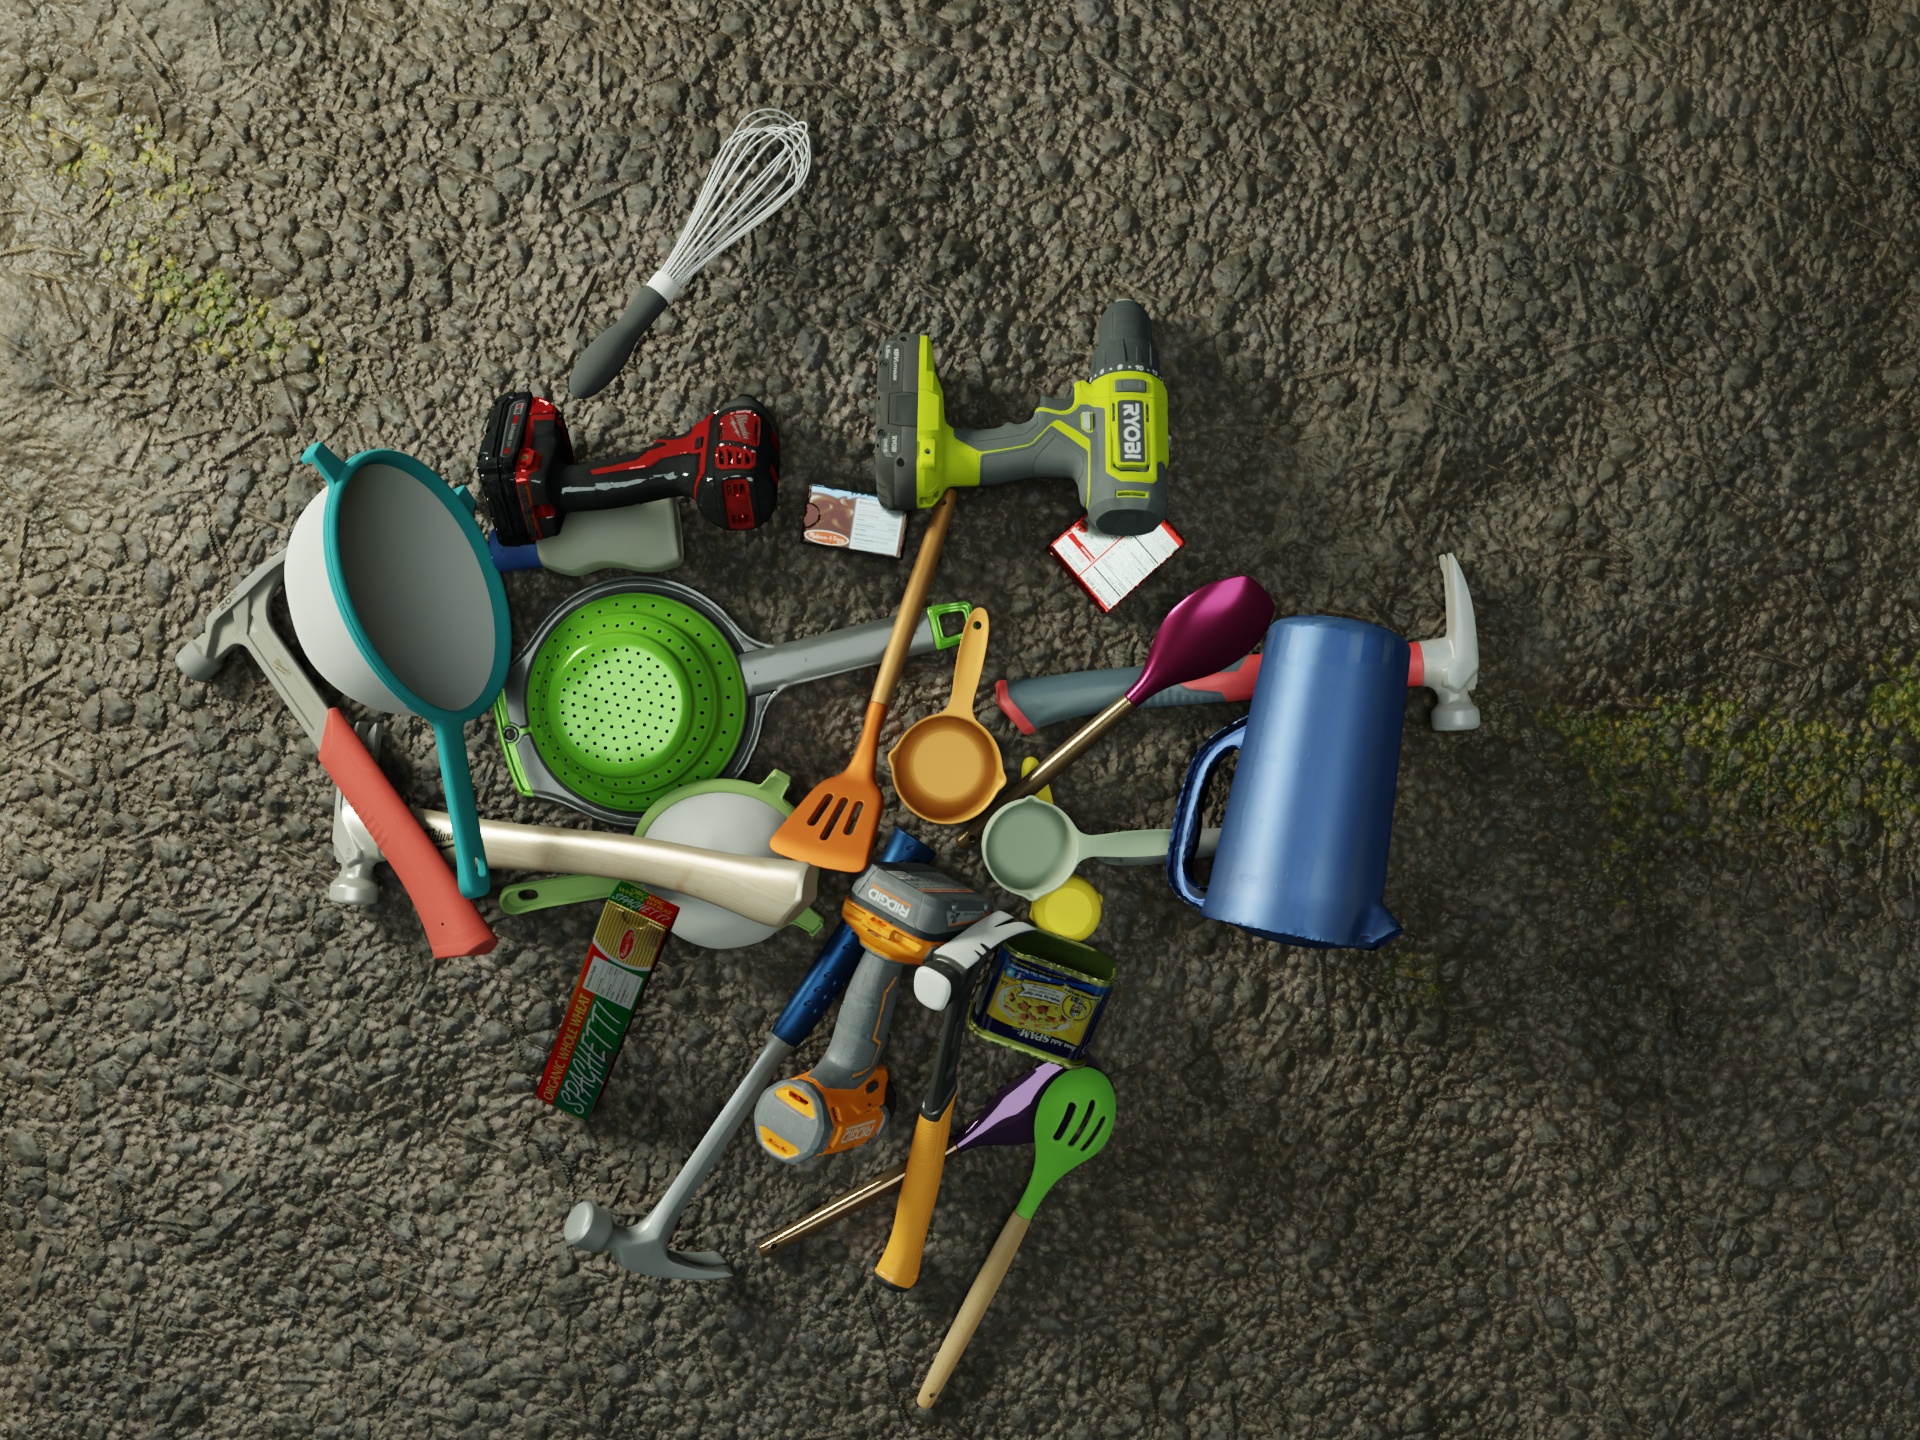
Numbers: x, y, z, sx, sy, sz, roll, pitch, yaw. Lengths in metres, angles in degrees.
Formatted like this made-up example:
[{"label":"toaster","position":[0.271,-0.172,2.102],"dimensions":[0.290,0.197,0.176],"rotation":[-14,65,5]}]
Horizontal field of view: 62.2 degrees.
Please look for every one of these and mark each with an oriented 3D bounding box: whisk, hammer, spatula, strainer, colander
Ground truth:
[{"label":"whisk","position":[-0.212,-0.361,1.238],"dimensions":[0.070,0.070,0.284],"rotation":[38,82,-2]},{"label":"hammer","position":[-0.017,0.307,1.236],"dimensions":[0.034,0.127,0.336],"rotation":[24,118,25]},{"label":"hammer","position":[-0.143,0.267,1.272],"dimensions":[0.144,0.035,0.405],"rotation":[37,85,-33]},{"label":"hammer","position":[-0.463,0.033,1.233],"dimensions":[0.149,0.036,0.359],"rotation":[-41,77,5]},{"label":"spatula","position":[-0.057,-0.037,1.228],"dimensions":[0.081,0.041,0.323],"rotation":[13,76,19]},{"label":"spatula","position":[-0.024,0.362,1.303],"dimensions":[0.316,0.018,0.059],"rotation":[-28,98,0]},{"label":"whisk","position":[0.227,0.098,1.286],"dimensions":[0.239,0.055,0.055],"rotation":[-5,92,4]},{"label":"strainer","position":[-0.238,0.134,1.243],"dimensions":[0.256,0.069,0.151],"rotation":[-9,116,1]},{"label":"colander","position":[-0.181,-0.033,1.249],"dimensions":[0.397,0.094,0.204],"rotation":[-14,92,0]},{"label":"hammer","position":[-0.303,0.091,1.219],"dimensions":[0.411,0.038,0.146],"rotation":[5,89,18]},{"label":"hammer","position":[0.220,-0.049,1.282],"dimensions":[0.386,0.038,0.143],"rotation":[-5,91,0]},{"label":"strainer","position":[-0.422,-0.028,1.188],"dimensions":[0.095,0.211,0.340],"rotation":[-14,84,16]}]

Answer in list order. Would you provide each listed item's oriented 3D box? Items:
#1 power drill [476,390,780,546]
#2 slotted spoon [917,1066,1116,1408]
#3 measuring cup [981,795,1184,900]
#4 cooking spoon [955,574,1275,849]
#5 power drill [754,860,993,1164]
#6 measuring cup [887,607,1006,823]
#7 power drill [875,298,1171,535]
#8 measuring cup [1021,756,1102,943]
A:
[{"label":"power drill","position":[-0.249,-0.203,1.230],"dimensions":[0.219,0.143,0.078],"rotation":[-3,134,-1]},{"label":"slotted spoon","position":[0.041,0.426,1.298],"dimensions":[0.070,0.031,0.314],"rotation":[25,95,-19]},{"label":"measuring cup","position":[0.098,0.098,1.265],"dimensions":[0.167,0.038,0.083],"rotation":[-2,93,-9]},{"label":"cooking spoon","position":[0.115,0.001,1.254],"dimensions":[0.319,0.017,0.068],"rotation":[-41,109,16]},{"label":"power drill","position":[-0.061,0.226,1.226],"dimensions":[0.084,0.164,0.226],"rotation":[26,95,25]},{"label":"measuring cup","position":[-0.002,-0.004,1.275],"dimensions":[0.095,0.052,0.173],"rotation":[12,90,-1]},{"label":"power drill","position":[0.050,-0.243,1.244],"dimensions":[0.228,0.080,0.191],"rotation":[1,72,-1]},{"label":"measuring cup","position":[0.074,0.106,1.289],"dimensions":[0.062,0.029,0.156],"rotation":[-14,94,0]}]
